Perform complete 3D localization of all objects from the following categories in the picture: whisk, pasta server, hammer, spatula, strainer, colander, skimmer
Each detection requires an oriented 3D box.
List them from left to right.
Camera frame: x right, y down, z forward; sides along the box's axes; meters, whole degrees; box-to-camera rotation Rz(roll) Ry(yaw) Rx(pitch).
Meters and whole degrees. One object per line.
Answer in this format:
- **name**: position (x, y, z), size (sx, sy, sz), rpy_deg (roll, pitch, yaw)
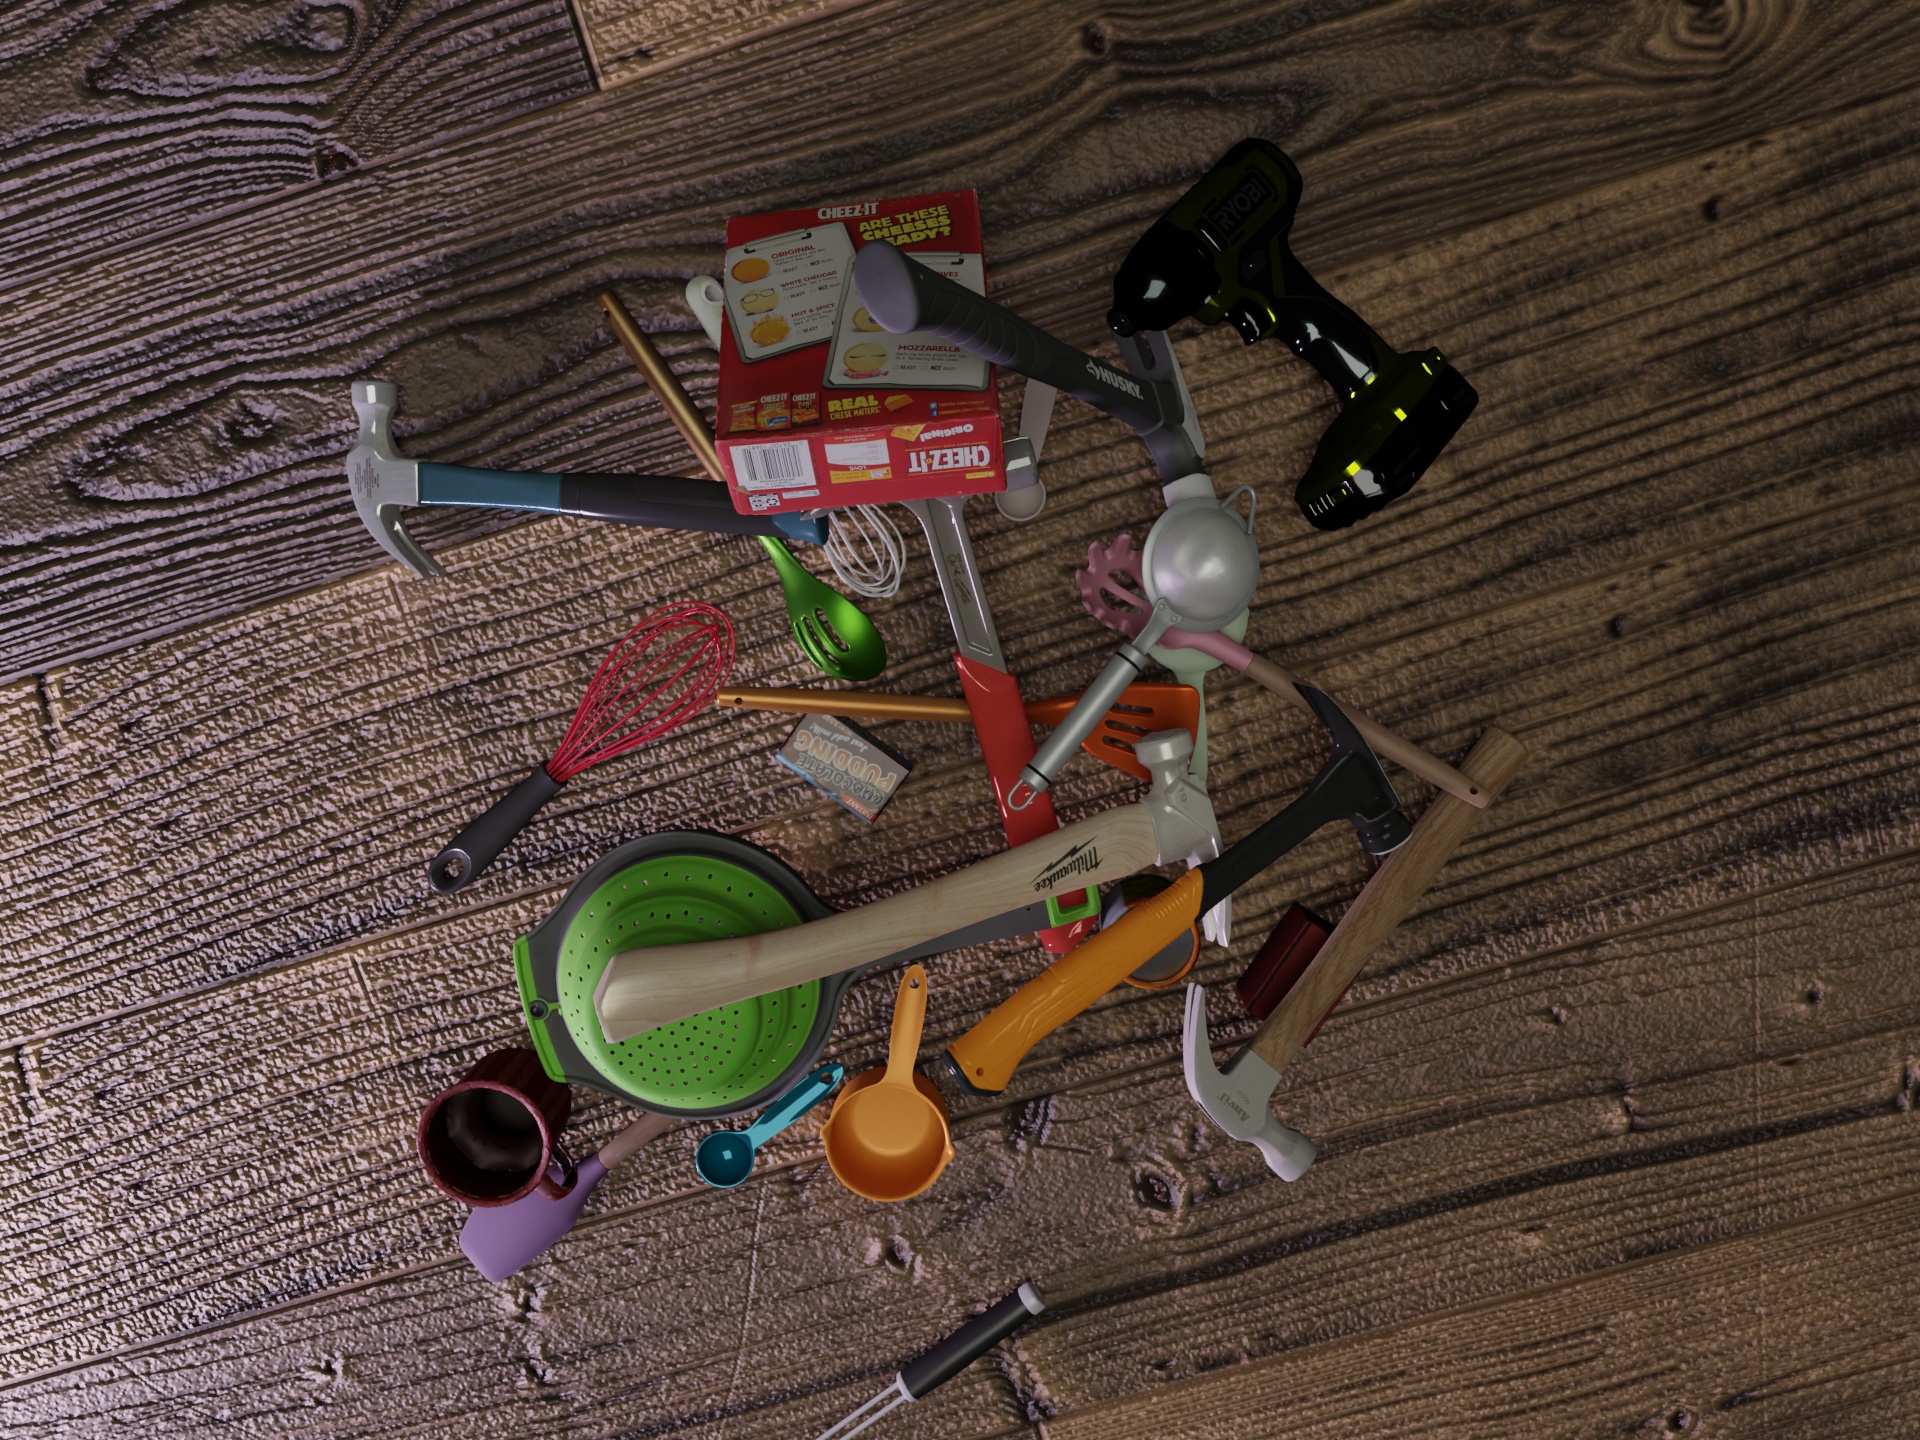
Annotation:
- **whisk**: position (-0.265, 0.025, 1.092), size (0.296, 0.073, 0.073), rpy_deg (-41, 97, 14)
- **hammer**: position (-0.248, -0.150, 1.049), size (0.331, 0.033, 0.128), rpy_deg (6, 101, 10)
- **spatula**: position (-0.241, 0.303, 1.156), size (0.316, 0.018, 0.060), rpy_deg (-38, 93, 8)
- **whisk**: position (-0.111, -0.188, 1.059), size (0.058, 0.059, 0.246), rpy_deg (-34, 94, -32)
- **colander**: position (-0.102, 0.162, 1.033), size (0.397, 0.094, 0.204), rpy_deg (-13, 99, 2)
- **skimmer**: position (-0.096, 0.521, 1.154), size (0.363, 0.090, 0.127), rpy_deg (-37, 66, 5)
- **hammer**: position (-0.023, 0.130, 1.001), size (0.410, 0.038, 0.146), rpy_deg (-17, 96, -14)
- **spatula**: position (-0.002, -0.003, 1.073), size (0.322, 0.041, 0.081), rpy_deg (3, 116, -8)
- **hammer**: position (0.016, -0.001, 1.044), size (0.149, 0.037, 0.358), rpy_deg (-14, 114, 5)
- **hammer**: position (0.050, -0.214, 0.922), size (0.035, 0.334, 0.146), rpy_deg (-22, 74, 31)
- **strainer**: position (0.114, -0.045, 0.995), size (0.086, 0.050, 0.258), rpy_deg (40, 87, -21)
- **hammer**: position (0.127, 0.117, 1.002), size (0.337, 0.034, 0.127), rpy_deg (-36, 107, -8)
- **pasta server**: position (0.213, -0.025, 1.040), size (0.316, 0.040, 0.060), rpy_deg (30, 85, -4)
- **hammer**: position (0.269, 0.136, 1.062), size (0.130, 0.031, 0.331), rpy_deg (41, 80, -4)

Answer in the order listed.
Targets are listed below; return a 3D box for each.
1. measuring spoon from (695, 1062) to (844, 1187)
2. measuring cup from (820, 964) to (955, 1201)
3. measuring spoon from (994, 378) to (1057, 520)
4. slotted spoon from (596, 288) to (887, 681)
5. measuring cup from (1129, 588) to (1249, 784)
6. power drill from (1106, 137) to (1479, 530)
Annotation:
- **measuring spoon**: position (-0.136, 0.289, 1.156), size (0.128, 0.021, 0.042), rpy_deg (-38, 96, -2)
- **measuring cup**: position (-0.043, 0.249, 1.127), size (0.095, 0.052, 0.173), rpy_deg (10, 98, 0)
- **measuring spoon**: position (0.049, -0.195, 1.070), size (0.034, 0.018, 0.124), rpy_deg (11, 93, -1)
- **slotted spoon**: position (-0.152, -0.154, 1.067), size (0.070, 0.031, 0.314), rpy_deg (-31, 94, 47)
- **measuring cup**: position (0.158, -0.025, 1.081), size (0.083, 0.038, 0.167), rpy_deg (-2, 97, 2)
- **power drill**: position (0.203, -0.235, 0.999), size (0.223, 0.080, 0.171), rpy_deg (45, 65, -7)
